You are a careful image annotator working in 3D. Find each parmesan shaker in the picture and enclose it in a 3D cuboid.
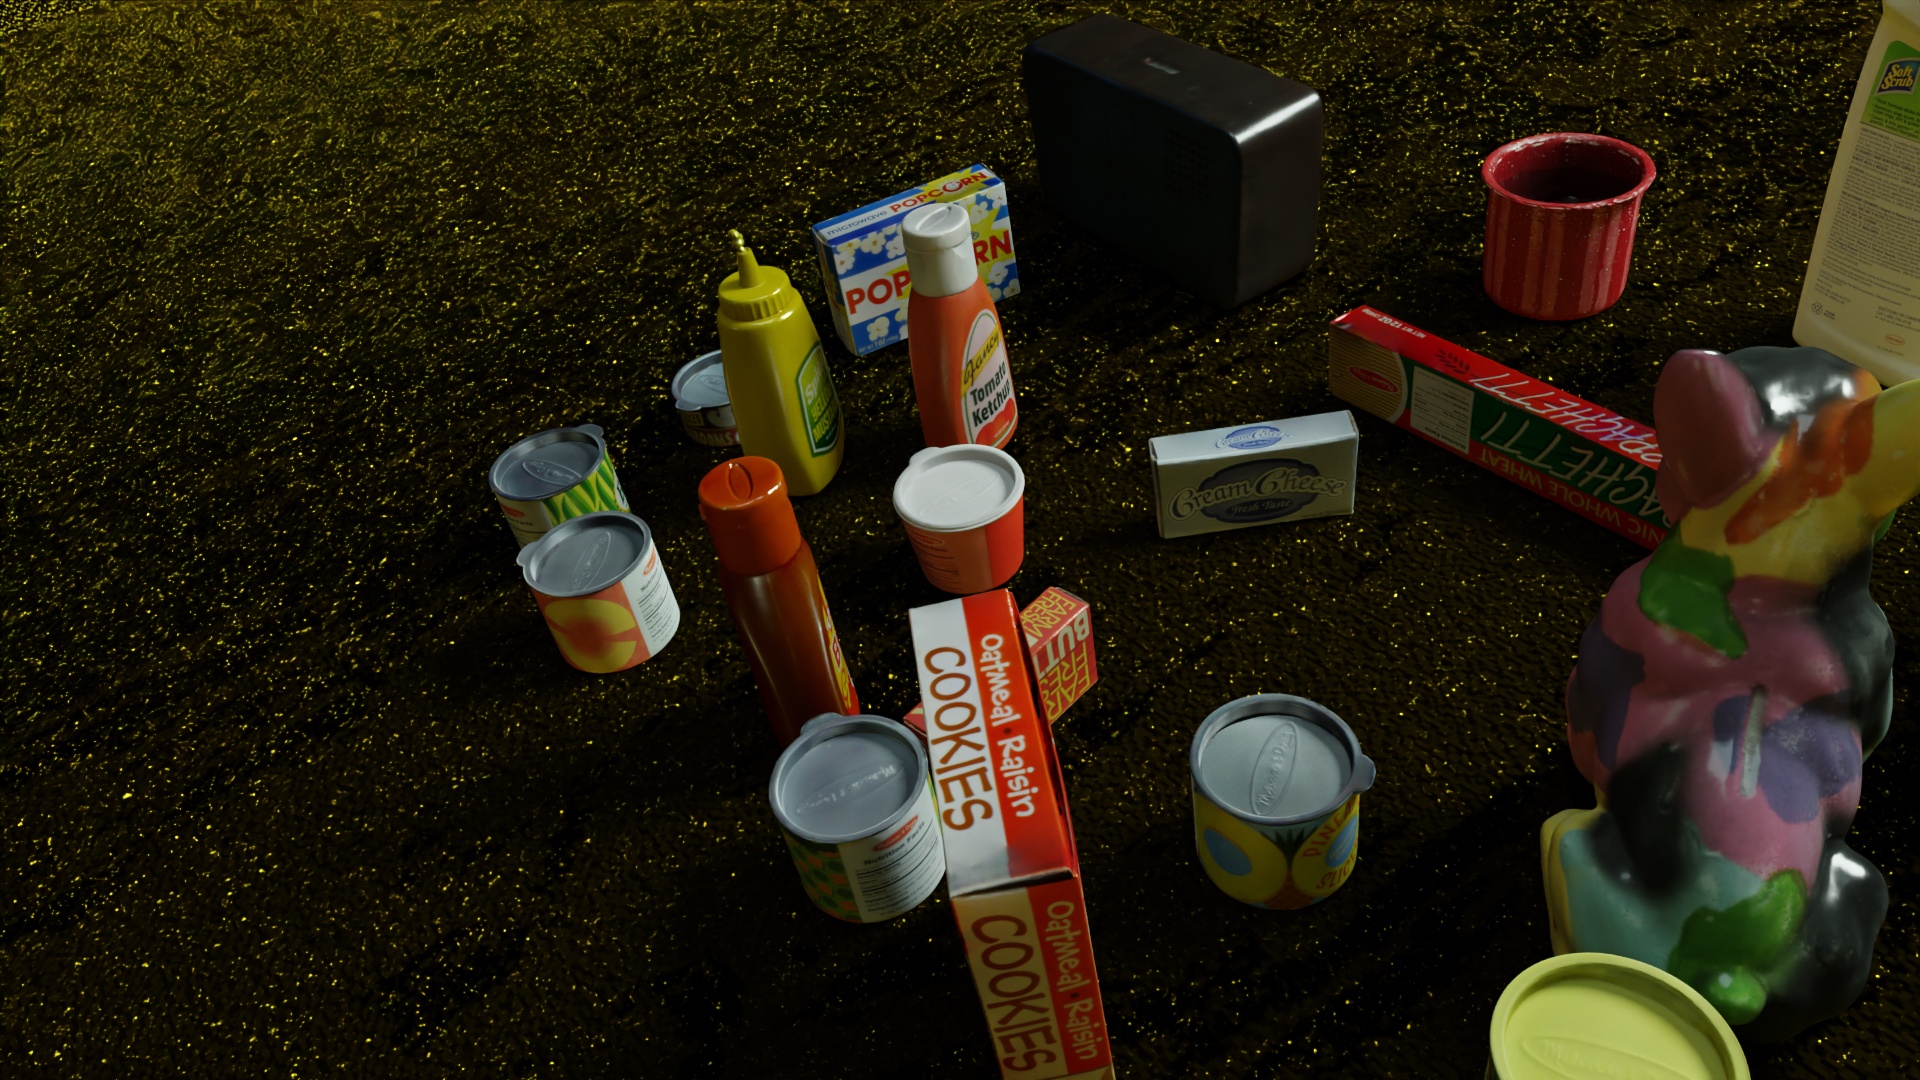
[{"bbox_3d":[0.189,0.183,0.416,0.071,0.102,0.072,-7,40,6],"label":"parmesan shaker"}]

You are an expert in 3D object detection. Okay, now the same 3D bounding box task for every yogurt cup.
[{"bbox_3d":[0.003,-0.009,0.726,0.072,0.053,0.073,-7,40,6],"label":"yogurt cup"}]

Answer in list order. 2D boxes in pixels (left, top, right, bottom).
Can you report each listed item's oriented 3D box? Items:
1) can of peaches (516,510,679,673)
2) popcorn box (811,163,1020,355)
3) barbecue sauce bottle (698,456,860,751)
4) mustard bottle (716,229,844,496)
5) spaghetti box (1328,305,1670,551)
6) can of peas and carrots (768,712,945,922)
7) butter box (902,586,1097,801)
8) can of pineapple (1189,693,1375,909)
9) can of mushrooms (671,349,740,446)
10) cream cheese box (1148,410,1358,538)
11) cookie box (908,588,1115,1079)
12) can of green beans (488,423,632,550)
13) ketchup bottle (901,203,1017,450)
[{"bbox_3d":[-0.188,0.027,0.726,0.071,0.057,0.071,-7,40,6],"label":"can of peaches"},{"bbox_3d":[-0.028,-0.185,0.916,0.127,0.084,0.038,-24,41,-15],"label":"popcorn box"},{"bbox_3d":[-0.081,0.031,0.625,0.044,0.147,0.065,-18,40,-7],"label":"barbecue sauce bottle"},{"bbox_3d":[-0.104,-0.100,0.776,0.049,0.159,0.066,3,42,17],"label":"mustard bottle"},{"bbox_3d":[0.293,-0.054,0.712,0.029,0.050,0.251,-31,44,-22],"label":"spaghetti box"},{"bbox_3d":[-0.043,0.116,0.586,0.071,0.058,0.071,-7,40,6],"label":"can of peas and carrots"},{"bbox_3d":[0.020,0.071,0.627,0.024,0.052,0.104,26,52,36],"label":"butter box"},{"bbox_3d":[0.128,0.106,0.557,0.071,0.057,0.071,-7,40,6],"label":"can of pineapple"},{"bbox_3d":[-0.147,-0.089,0.872,0.071,0.033,0.071,-7,40,6],"label":"can of mushrooms"},{"bbox_3d":[0.152,-0.033,0.719,0.104,0.053,0.024,-8,40,5],"label":"cream cheese box"},{"bbox_3d":[0.021,0.118,0.483,0.040,0.166,0.123,-12,40,0],"label":"cookie box"},{"bbox_3d":[-0.226,-0.022,0.793,0.071,0.057,0.071,-7,40,6],"label":"can of green beans"},{"bbox_3d":[-0.003,-0.114,0.777,0.043,0.148,0.065,17,47,30],"label":"ketchup bottle"}]
